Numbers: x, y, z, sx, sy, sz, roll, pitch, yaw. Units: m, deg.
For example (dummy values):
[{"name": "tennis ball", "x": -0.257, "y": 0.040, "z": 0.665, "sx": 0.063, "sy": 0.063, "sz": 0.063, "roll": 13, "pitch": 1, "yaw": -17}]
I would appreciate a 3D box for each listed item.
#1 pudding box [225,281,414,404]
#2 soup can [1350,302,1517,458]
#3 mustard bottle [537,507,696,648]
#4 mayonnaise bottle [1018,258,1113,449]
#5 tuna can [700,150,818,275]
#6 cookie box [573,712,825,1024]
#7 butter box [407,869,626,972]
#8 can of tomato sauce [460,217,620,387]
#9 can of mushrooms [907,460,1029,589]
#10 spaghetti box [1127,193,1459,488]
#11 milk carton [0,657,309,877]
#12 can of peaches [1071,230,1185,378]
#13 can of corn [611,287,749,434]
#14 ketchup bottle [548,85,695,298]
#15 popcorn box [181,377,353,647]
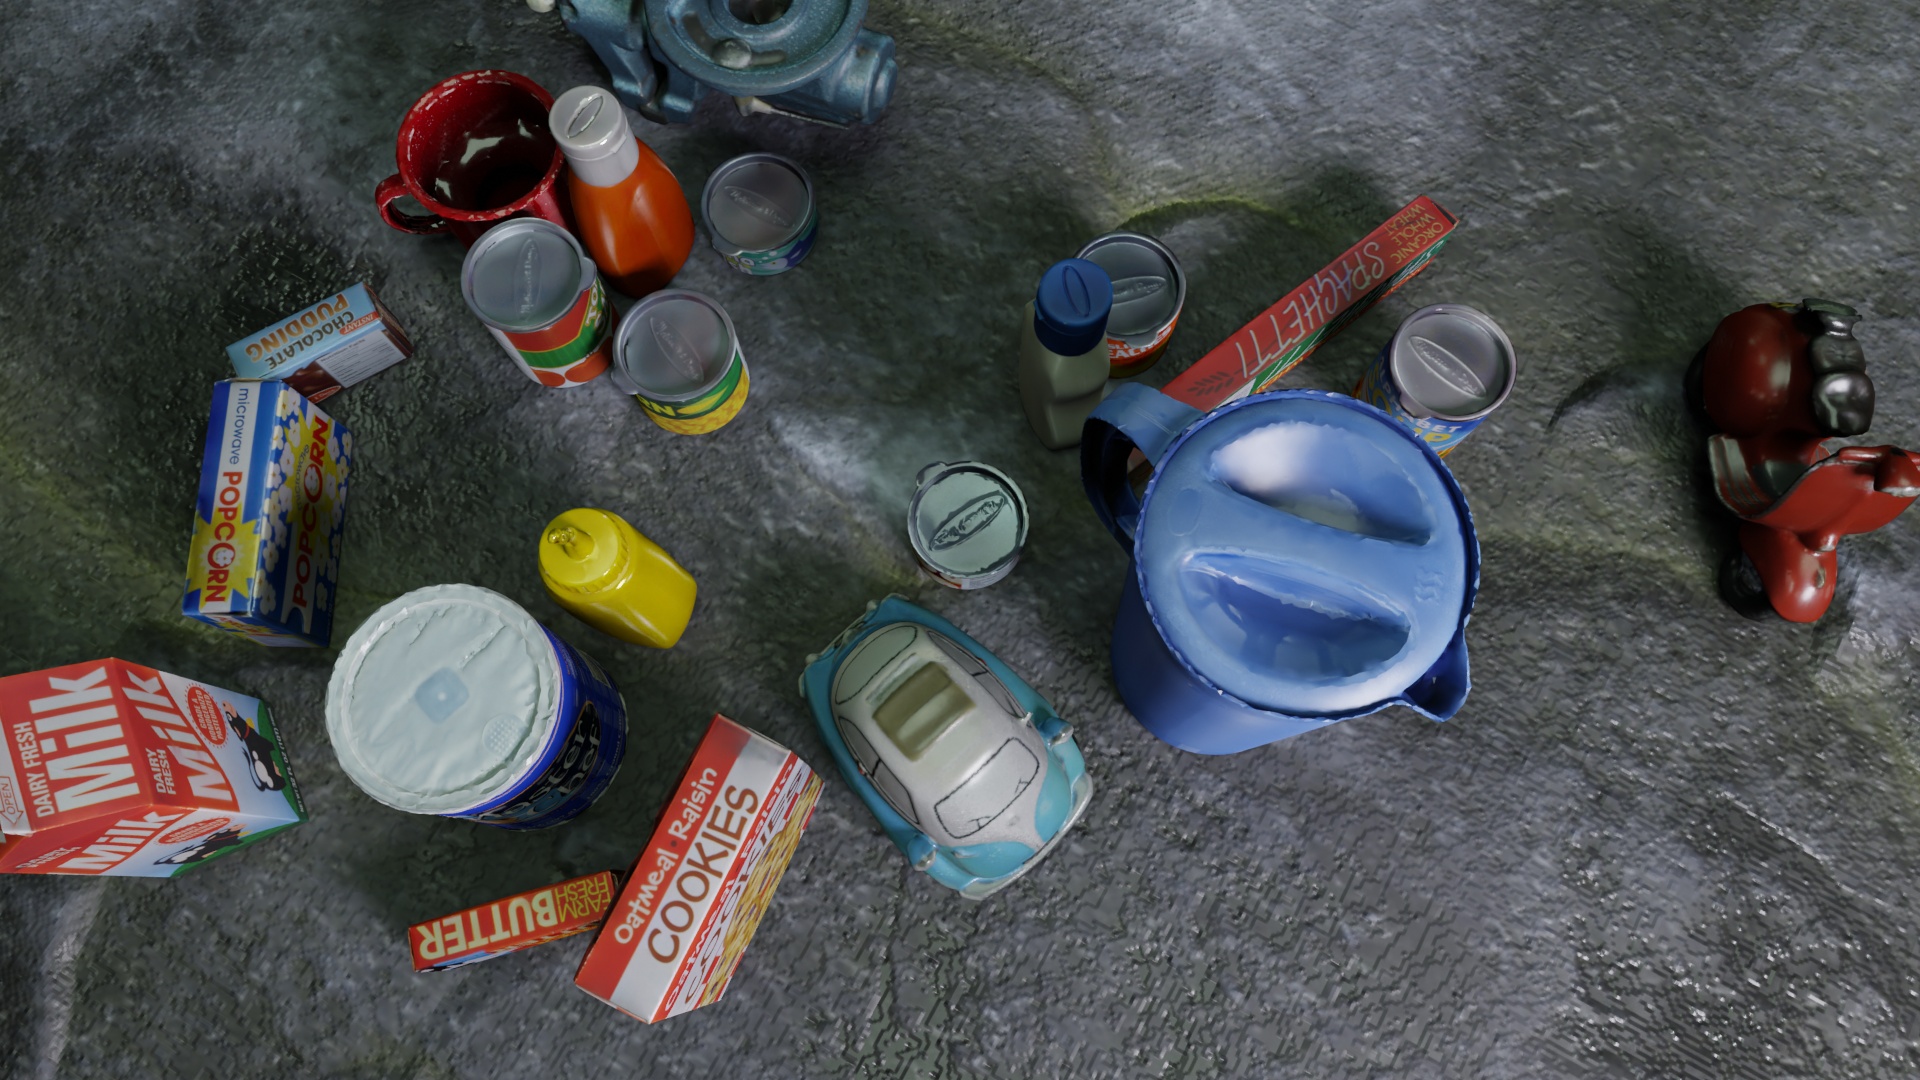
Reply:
[{"name": "pudding box", "x": -0.359, "y": -0.106, "z": 0.780, "sx": 0.084, "sy": 0.049, "sz": 0.030, "roll": -29, "pitch": 77, "yaw": -8}, {"name": "soup can", "x": 0.253, "y": -0.080, "z": 0.757, "sx": 0.071, "sy": 0.083, "sz": 0.071, "roll": 0, "pitch": 75, "yaw": 0}, {"name": "mustard bottle", "x": -0.174, "y": 0.016, "z": 0.689, "sx": 0.065, "sy": 0.160, "sz": 0.049, "roll": 18, "pitch": 76, "yaw": 5}, {"name": "mayonnaise bottle", "x": 0.055, "y": -0.099, "z": 0.728, "sx": 0.041, "sy": 0.147, "sz": 0.065, "roll": -17, "pitch": 75, "yaw": -4}, {"name": "tuna can", "x": -0.118, "y": -0.189, "z": 0.813, "sx": 0.071, "sy": 0.032, "sz": 0.071, "roll": 0, "pitch": 74, "yaw": 0}, {"name": "cookie box", "x": -0.114, "y": 0.153, "z": 0.646, "sx": 0.040, "sy": 0.167, "sz": 0.123, "roll": 25, "pitch": 76, "yaw": 6}, {"name": "butter box", "x": -0.215, "y": 0.190, "z": 0.695, "sx": 0.103, "sy": 0.053, "sz": 0.024, "roll": -15, "pitch": 75, "yaw": -4}, {"name": "can of tomato sauce", "x": -0.228, "y": -0.130, "z": 0.770, "sx": 0.071, "sy": 0.083, "sz": 0.071, "roll": 0, "pitch": 75, "yaw": 0}, {"name": "can of mushrooms", "x": 0.003, "y": -0.010, "z": 0.762, "sx": 0.071, "sy": 0.033, "sz": 0.071, "roll": 0, "pitch": 74, "yaw": 0}, {"name": "spaghetti box", "x": 0.174, "y": -0.109, "z": 0.782, "sx": 0.250, "sy": 0.050, "sz": 0.029, "roll": -37, "pitch": 78, "yaw": -10}, {"name": "milk carton", "x": -0.389, "y": 0.108, "z": 0.646, "sx": 0.073, "sy": 0.190, "sz": 0.072, "roll": -23, "pitch": 76, "yaw": -6}, {"name": "can of peaches", "x": 0.090, "y": -0.130, "z": 0.784, "sx": 0.071, "sy": 0.058, "sz": 0.071, "roll": 0, "pitch": 75, "yaw": 0}, {"name": "can of corn", "x": -0.156, "y": -0.097, "z": 0.773, "sx": 0.071, "sy": 0.058, "sz": 0.071, "roll": 0, "pitch": 75, "yaw": 0}, {"name": "ketchup bottle", "x": -0.183, "y": -0.189, "z": 0.752, "sx": 0.043, "sy": 0.148, "sz": 0.065, "roll": 31, "pitch": 77, "yaw": 8}, {"name": "popcorn box", "x": -0.363, "y": -0.013, "z": 0.735, "sx": 0.038, "sy": 0.085, "sz": 0.127, "roll": -1, "pitch": 74, "yaw": 0}]
